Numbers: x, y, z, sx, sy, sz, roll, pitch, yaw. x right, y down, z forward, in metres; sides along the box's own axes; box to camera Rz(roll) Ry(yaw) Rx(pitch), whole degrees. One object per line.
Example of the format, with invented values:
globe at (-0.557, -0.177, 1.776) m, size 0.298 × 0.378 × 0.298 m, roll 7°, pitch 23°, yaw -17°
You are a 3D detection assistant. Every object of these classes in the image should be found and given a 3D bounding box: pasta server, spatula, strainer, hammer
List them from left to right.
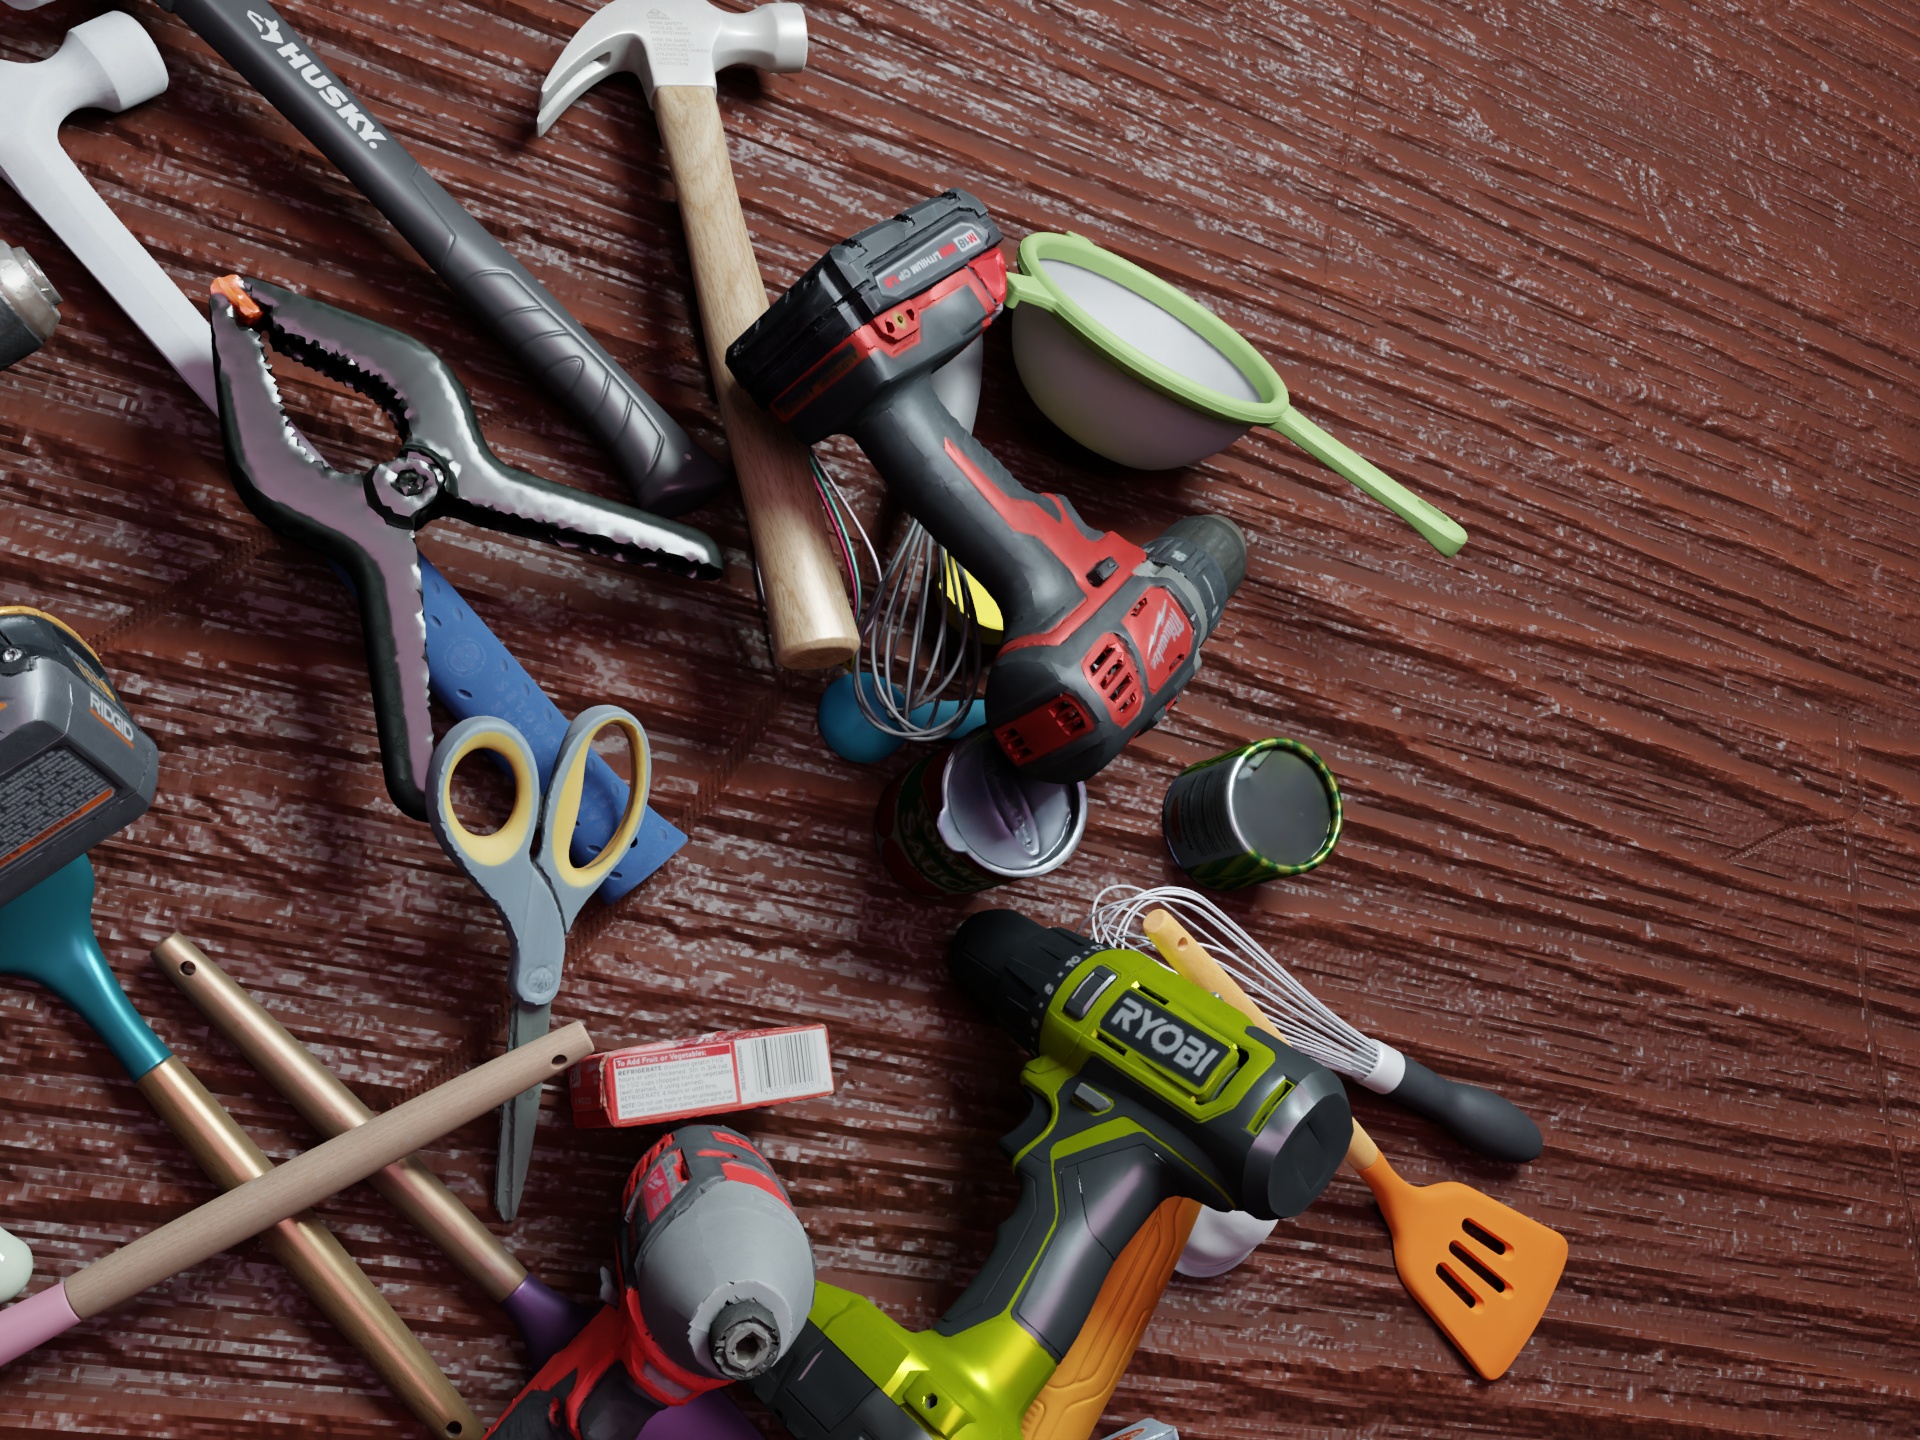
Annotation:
pasta server at (-0.269, 0.185, 0.534) m, size 0.316 × 0.040 × 0.060 m, roll -26°, pitch 122°, yaw -18°
spatula at (-0.273, 0.146, 0.564) m, size 0.082 × 0.044 × 0.317 m, roll -39°, pitch 96°, yaw -15°
hammer at (-0.261, -0.088, 0.632) m, size 0.144 × 0.035 × 0.405 m, roll -42°, pitch 96°, yaw -27°
hammer at (-0.222, -0.215, 0.668) m, size 0.334 × 0.035 × 0.146 m, roll 46°, pitch 44°, yaw -13°
spatula at (-0.189, 0.199, 0.601) m, size 0.060 × 0.018 × 0.316 m, roll -44°, pitch 97°, yaw -20°
hammer at (-0.100, -0.177, 0.689) m, size 0.130 × 0.031 × 0.331 m, roll -8°, pitch 72°, yaw -20°
hammer at (0.032, 0.306, 0.634) m, size 0.127 × 0.034 × 0.337 m, roll 32°, pitch 74°, yaw -8°
strainer at (0.066, 0.241, 0.693) m, size 0.258 × 0.050 × 0.087 m, roll -29°, pitch 104°, yaw -24°
strainer at (0.123, -0.139, 0.775) m, size 0.256 × 0.069 × 0.151 m, roll 34°, pitch 29°, yaw -1°
spatula at (0.179, 0.187, 0.722) m, size 0.081 × 0.041 × 0.322 m, roll -52°, pitch 120°, yaw -17°

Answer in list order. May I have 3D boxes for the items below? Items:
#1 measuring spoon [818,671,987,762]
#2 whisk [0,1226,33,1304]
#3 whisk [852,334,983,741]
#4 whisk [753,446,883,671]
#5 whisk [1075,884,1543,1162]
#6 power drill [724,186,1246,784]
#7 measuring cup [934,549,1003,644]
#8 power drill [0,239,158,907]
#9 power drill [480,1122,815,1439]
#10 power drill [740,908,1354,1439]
measuring spoon at (-0.001, -0.002, 0.731) m, size 0.128 × 0.021 × 0.042 m, roll 1°, pitch 77°, yaw -22°
whisk at (-0.407, 0.112, 0.514) m, size 0.246 × 0.058 × 0.059 m, roll 44°, pitch 34°, yaw -13°
whisk at (-0.009, -0.095, 0.713) m, size 0.055 × 0.055 × 0.239 m, roll 17°, pitch 60°, yaw -19°
whisk at (-0.086, -0.136, 0.723) m, size 0.047 × 0.051 × 0.245 m, roll -2°, pitch 72°, yaw -52°
whisk at (0.174, 0.151, 0.754) m, size 0.284 × 0.070 × 0.070 m, roll 28°, pitch 67°, yaw -20°
power drill at (0.029, -0.104, 0.671) m, size 0.226 × 0.080 × 0.188 m, roll 54°, pitch 43°, yaw -7°
measuring cup at (-0.002, -0.107, 0.762) m, size 0.062 × 0.029 × 0.157 m, roll -15°, pitch 71°, yaw -20°
power drill at (-0.349, -0.051, 0.515) m, size 0.185 × 0.084 × 0.226 m, roll -37°, pitch 68°, yaw -15°
power drill at (-0.130, 0.244, 0.524) m, size 0.078 × 0.143 × 0.220 m, roll 40°, pitch 82°, yaw -14°
power drill at (0.015, 0.184, 0.625) m, size 0.228 × 0.191 × 0.080 m, roll -47°, pitch 135°, yaw -18°
